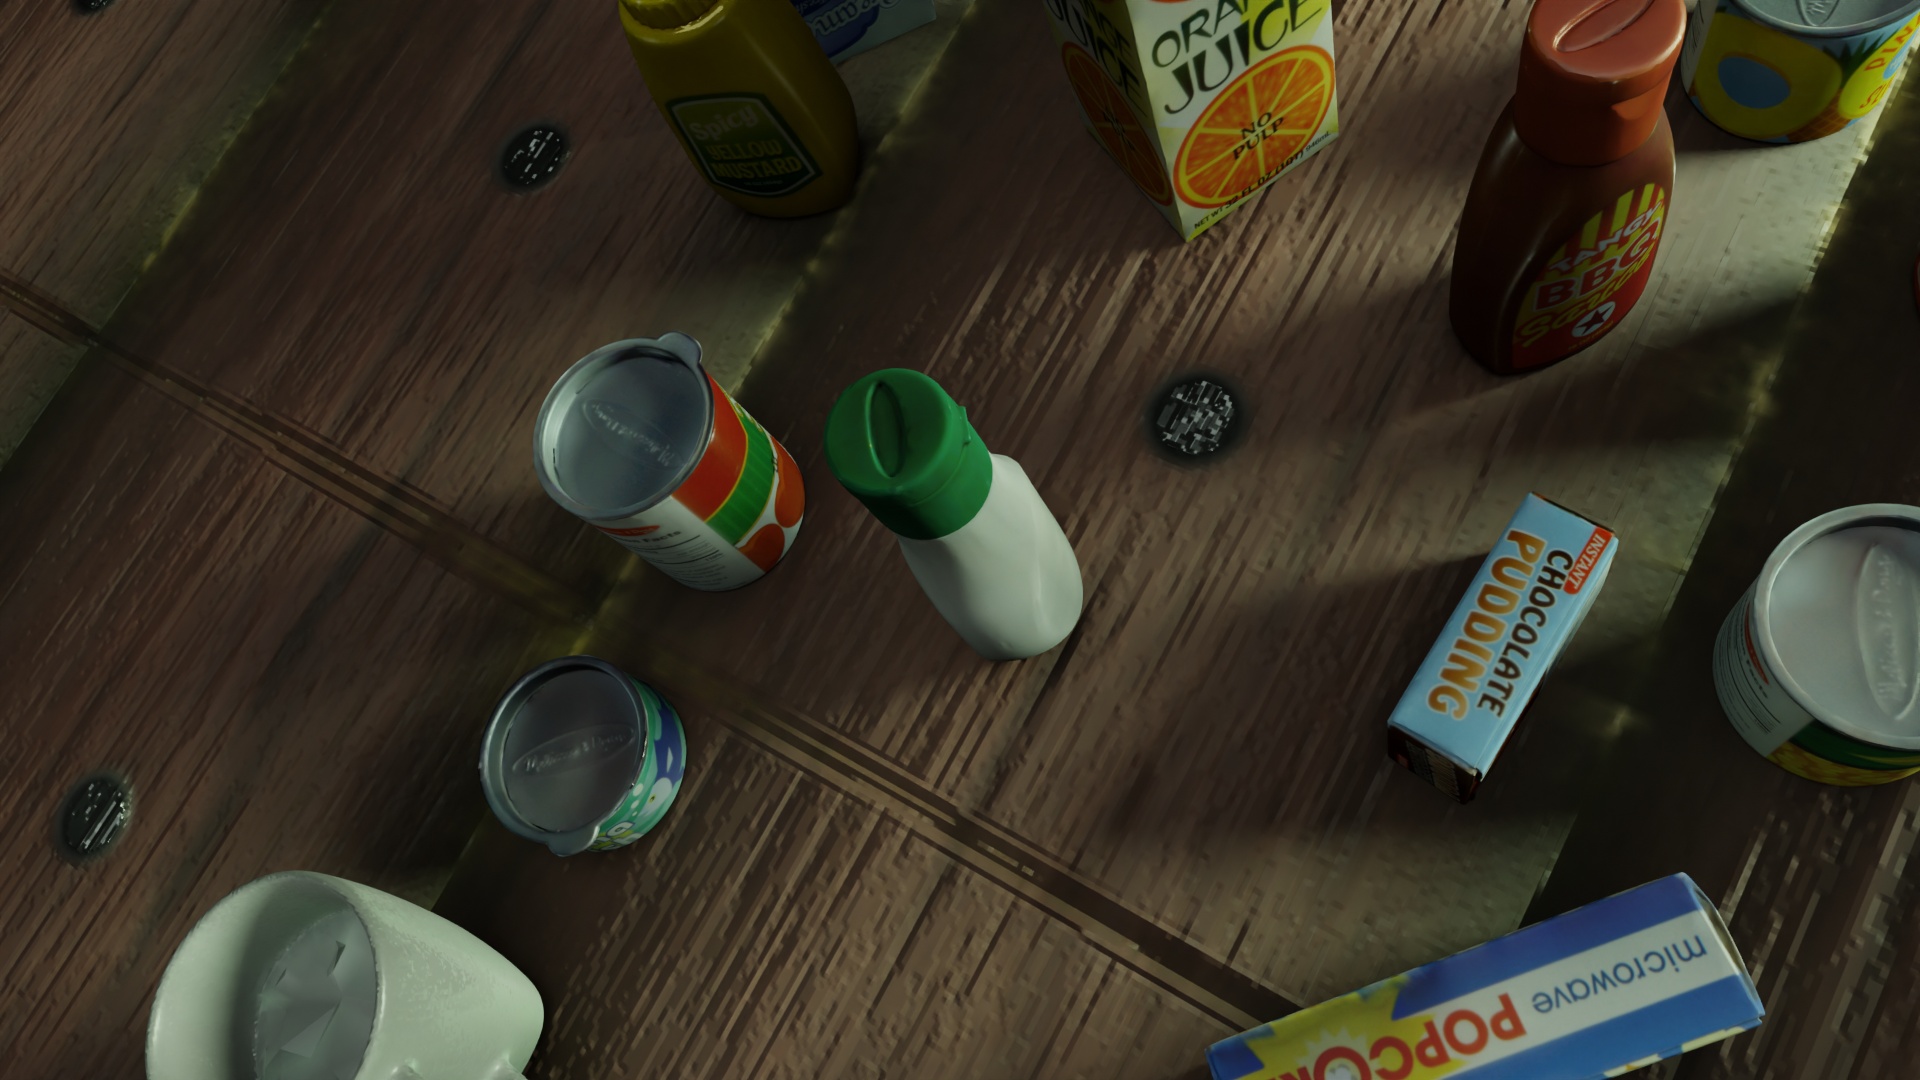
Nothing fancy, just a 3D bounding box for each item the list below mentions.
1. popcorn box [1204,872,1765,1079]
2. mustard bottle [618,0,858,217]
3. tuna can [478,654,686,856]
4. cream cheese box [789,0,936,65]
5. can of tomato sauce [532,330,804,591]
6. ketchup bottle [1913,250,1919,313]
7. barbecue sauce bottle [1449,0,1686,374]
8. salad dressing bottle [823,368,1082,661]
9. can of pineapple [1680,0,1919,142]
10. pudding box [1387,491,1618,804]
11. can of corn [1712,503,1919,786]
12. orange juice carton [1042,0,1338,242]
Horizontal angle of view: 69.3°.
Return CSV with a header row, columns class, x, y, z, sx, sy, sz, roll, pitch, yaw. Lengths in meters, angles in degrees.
class,x,y,z,sx,sy,sz,roll,pitch,yaw
popcorn box,0.133,0.131,0.365,0.126,0.085,0.038,-23,65,8
mustard bottle,-0.088,-0.178,0.508,0.065,0.160,0.049,-2,70,17
tuna can,-0.134,0.079,0.495,0.071,0.032,0.071,-6,69,15
cream cheese box,-0.066,-0.221,0.577,0.104,0.053,0.024,-22,66,8
can of tomato sauce,-0.100,-0.026,0.497,0.071,0.083,0.071,-6,69,15
ketchup bottle,0.302,-0.092,0.363,0.043,0.148,0.065,-18,66,10
barbecue sauce bottle,0.178,-0.104,0.406,0.065,0.148,0.044,-31,65,4
salad dressing bottle,0.002,-0.005,0.423,0.044,0.147,0.064,-14,67,12
can of pineapple,0.277,-0.172,0.452,0.071,0.057,0.071,-6,69,15
pudding box,0.161,0.033,0.414,0.030,0.049,0.084,30,81,24
can of corn,0.251,0.031,0.382,0.071,0.058,0.071,-6,69,15
orange juice carton,0.069,-0.188,0.446,0.072,0.192,0.073,-35,64,2
